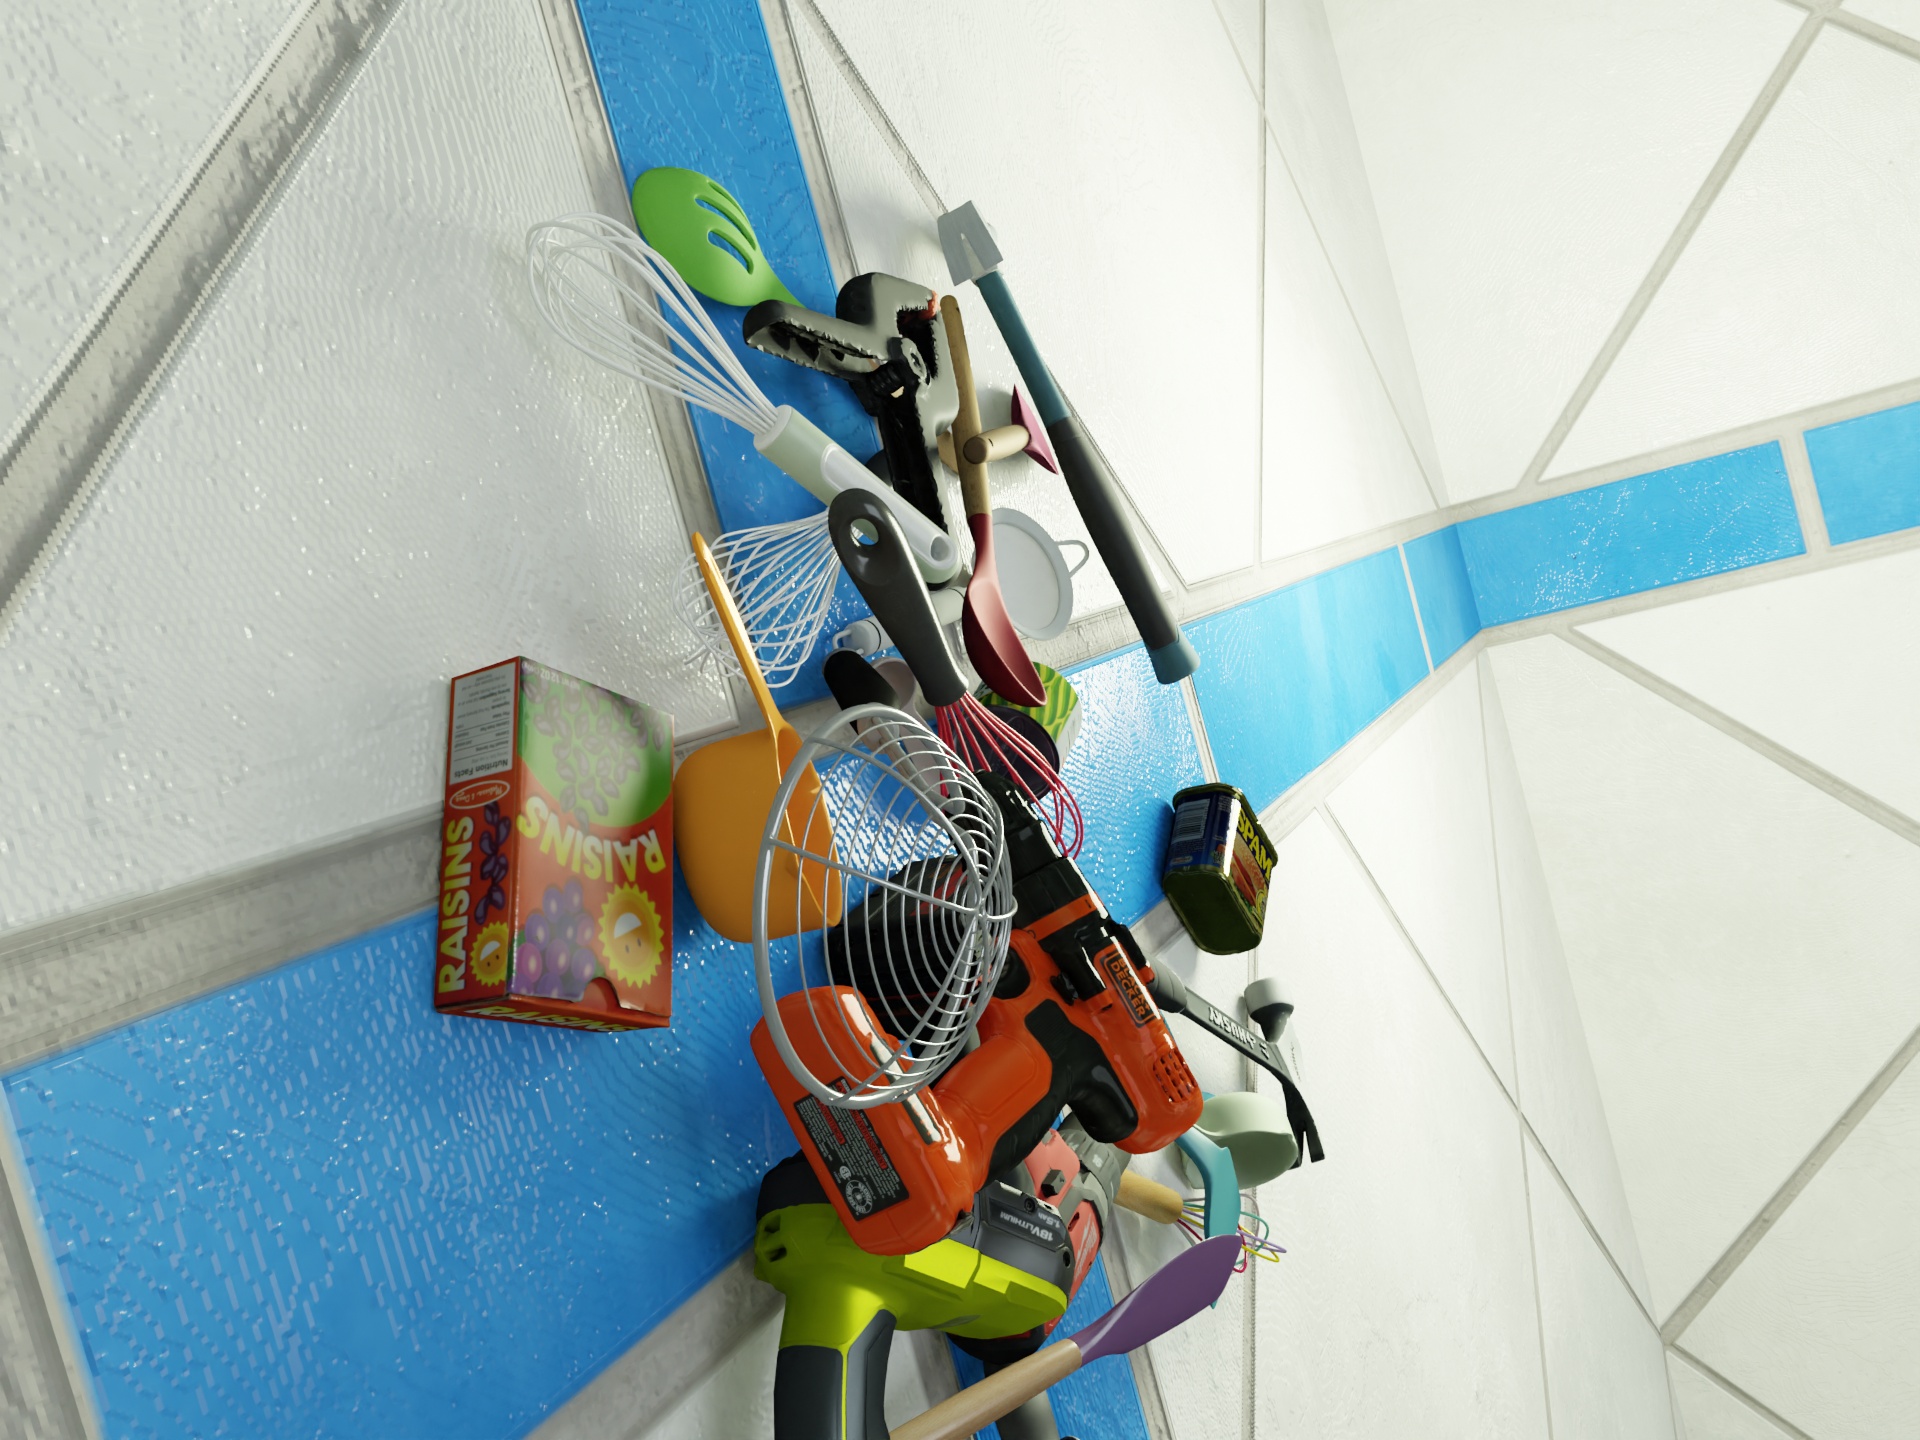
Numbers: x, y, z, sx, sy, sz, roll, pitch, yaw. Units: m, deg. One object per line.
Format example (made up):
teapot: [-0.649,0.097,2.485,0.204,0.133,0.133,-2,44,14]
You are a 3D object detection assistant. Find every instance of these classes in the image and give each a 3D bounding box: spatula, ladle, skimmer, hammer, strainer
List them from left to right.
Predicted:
skimmer: [-0.051,0.025,0.629,0.363,0.090,0.127,-129,-154,-71]
strainer: [-0.001,-0.069,0.914,0.258,0.050,0.087,-27,91,-56]
ladle: [0.009,-0.136,0.921,0.069,0.031,0.316,41,34,-48]
spatula: [0.035,0.299,0.731,0.315,0.018,0.059,-8,121,-44]
hammer: [0.069,-0.176,1.007,0.331,0.033,0.128,64,12,-1]
spatula: [0.089,0.212,0.930,0.317,0.044,0.082,52,39,-18]
hammer: [0.148,0.192,1.063,0.408,0.036,0.149,37,35,-48]

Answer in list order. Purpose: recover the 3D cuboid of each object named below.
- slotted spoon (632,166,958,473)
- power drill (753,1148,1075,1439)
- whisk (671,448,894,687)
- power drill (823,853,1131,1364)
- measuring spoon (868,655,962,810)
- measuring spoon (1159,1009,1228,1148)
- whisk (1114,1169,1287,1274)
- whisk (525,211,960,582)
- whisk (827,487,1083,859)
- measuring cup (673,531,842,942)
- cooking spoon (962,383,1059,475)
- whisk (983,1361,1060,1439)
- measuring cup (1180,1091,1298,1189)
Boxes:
slotted spoon: [-0.066,-0.202,0.868,0.313,0.031,0.070,31,48,-56]
power drill: [-0.026,0.291,0.613,0.171,0.080,0.223,29,48,-23]
whisk: [-0.066,-0.089,0.788,0.070,0.070,0.285,67,24,-18]
power drill: [0.026,0.181,0.813,0.188,0.080,0.226,-36,112,-60]
measuring spoon: [-0.024,0.011,0.858,0.018,0.034,0.124,39,-17,49]
measuring spoon: [0.161,0.244,1.092,0.128,0.021,0.042,64,29,-24]
whisk: [0.139,0.312,1.010,0.244,0.051,0.047,37,26,-46]
whisk: [-0.089,-0.135,0.705,0.246,0.059,0.058,37,64,-30]
whisk: [-0.001,-0.003,0.795,0.295,0.073,0.073,63,29,-43]
measuring cup: [-0.099,0.011,0.651,0.095,0.052,0.173,-89,161,-72]
cooking spoon: [0.031,-0.171,0.965,0.068,0.017,0.319,64,13,-7]
whisk: [0.041,0.353,0.696,0.055,0.055,0.239,64,-1,-23]
measuring cup: [0.151,0.258,1.038,0.167,0.083,0.038,34,31,-31]
